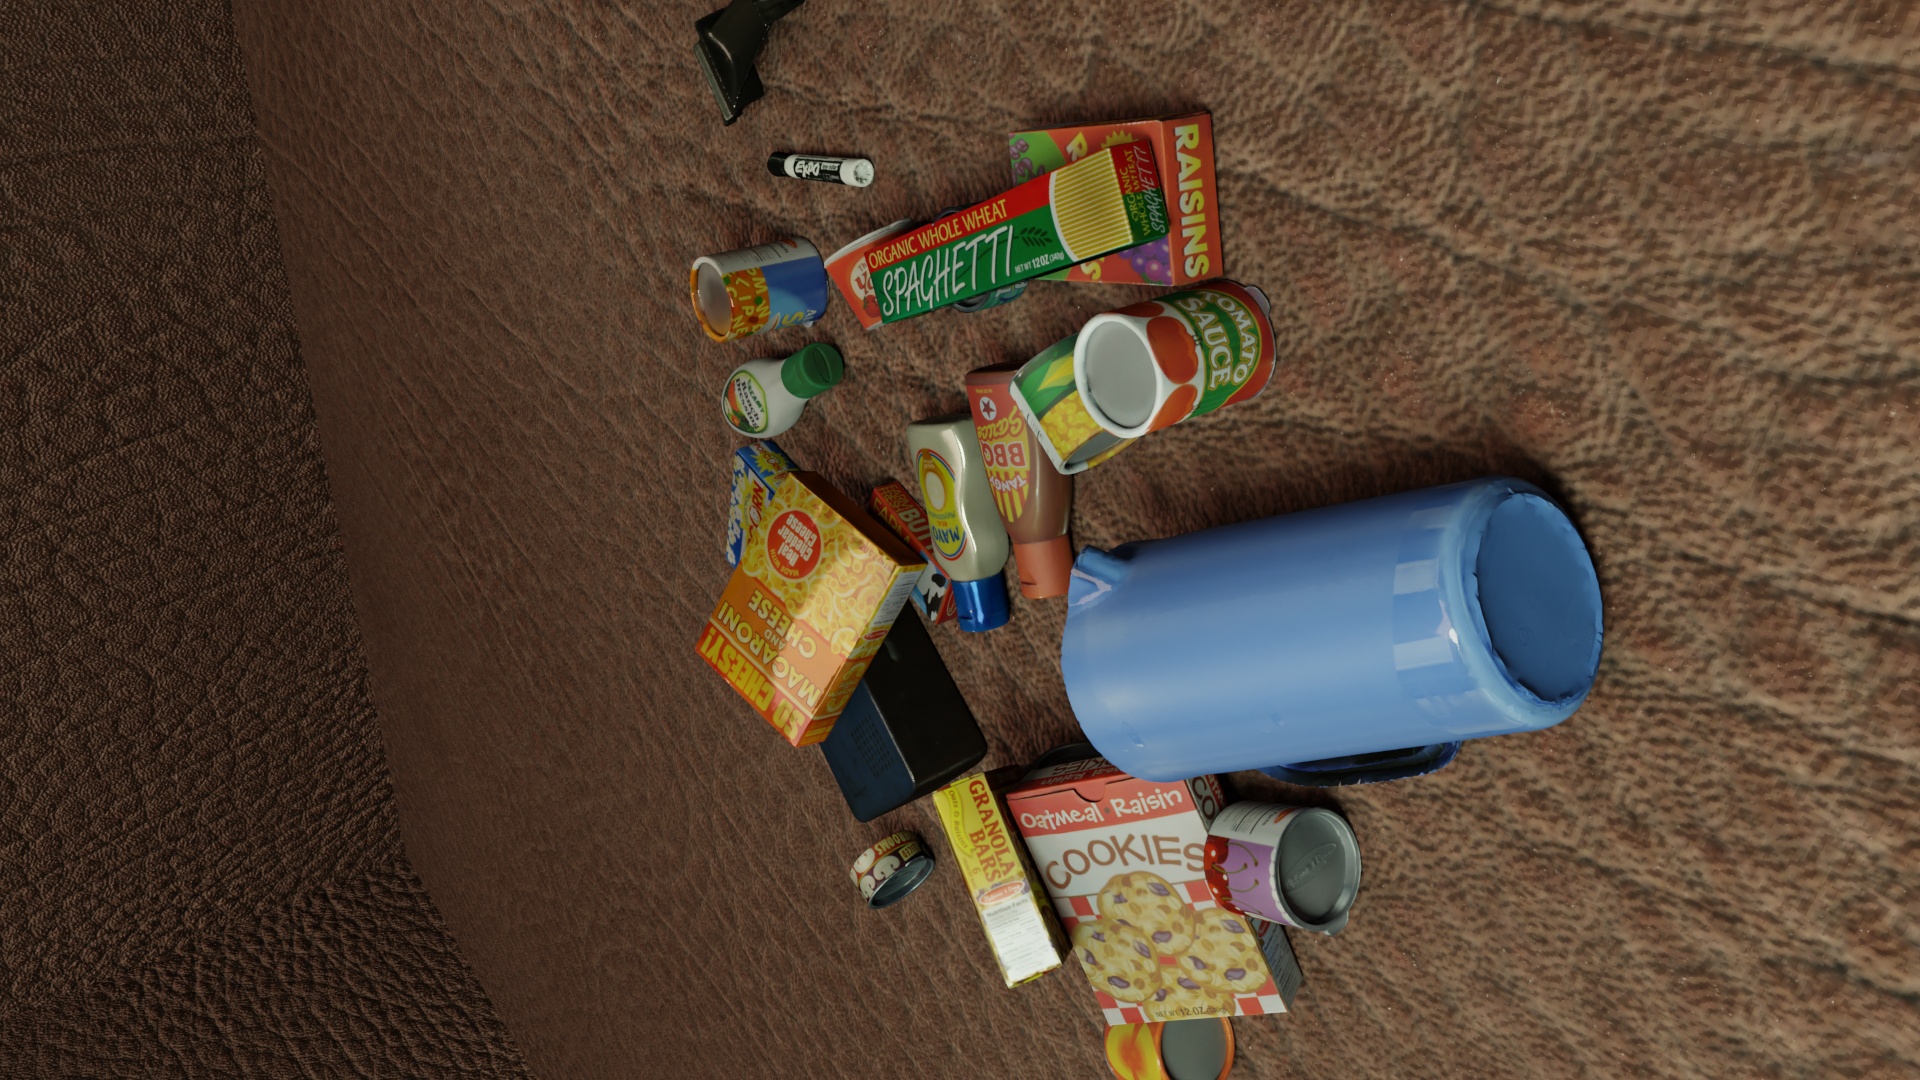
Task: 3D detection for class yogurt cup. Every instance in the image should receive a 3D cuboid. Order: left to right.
[{"bbox_3d":[-0.050,-0.176,0.928,0.072,0.073,0.054,-17,101,57],"label":"yogurt cup"}]

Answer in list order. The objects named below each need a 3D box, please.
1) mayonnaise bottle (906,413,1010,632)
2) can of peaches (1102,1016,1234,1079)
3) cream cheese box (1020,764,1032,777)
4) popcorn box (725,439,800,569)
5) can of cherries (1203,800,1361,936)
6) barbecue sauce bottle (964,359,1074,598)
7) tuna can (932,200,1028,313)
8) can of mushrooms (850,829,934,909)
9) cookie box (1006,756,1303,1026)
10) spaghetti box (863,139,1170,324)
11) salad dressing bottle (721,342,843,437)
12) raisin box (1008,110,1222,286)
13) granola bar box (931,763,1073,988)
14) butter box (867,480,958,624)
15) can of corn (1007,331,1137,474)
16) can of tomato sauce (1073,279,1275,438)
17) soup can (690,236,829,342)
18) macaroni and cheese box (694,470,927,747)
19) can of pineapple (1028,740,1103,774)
[{"bbox_3d":[0.003,-0.012,0.953,0.064,0.041,0.147,5,110,53],"label":"mayonnaise bottle"},{"bbox_3d":[0.138,0.332,0.914,0.058,0.071,0.071,-24,87,56],"label":"can of peaches"},{"bbox_3d":[0.054,0.220,1.017,0.104,0.024,0.053,63,147,12],"label":"cream cheese box"},{"bbox_3d":[-0.162,-0.012,1.198,0.085,0.038,0.126,44,139,32],"label":"popcorn box"},{"bbox_3d":[0.179,0.183,0.775,0.058,0.072,0.071,-9,99,57],"label":"can of cherries"},{"bbox_3d":[0.044,-0.038,0.879,0.065,0.044,0.148,6,112,53],"label":"barbecue sauce bottle"},{"bbox_3d":[0.013,-0.176,0.862,0.071,0.033,0.070,31,131,44],"label":"tuna can"},{"bbox_3d":[-0.056,0.275,1.168,0.033,0.071,0.070,51,142,28],"label":"can of mushrooms"},{"bbox_3d":[0.117,0.210,0.842,0.122,0.040,0.167,-18,101,33],"label":"cookie box"},{"bbox_3d":[0.021,-0.167,0.786,0.249,0.029,0.050,-4,103,57],"label":"spaghetti box"},{"bbox_3d":[-0.142,-0.122,1.105,0.147,0.044,0.064,-16,95,57],"label":"salad dressing bottle"},{"bbox_3d":[0.083,-0.184,0.752,0.123,0.040,0.085,17,119,53],"label":"raisin box"},{"bbox_3d":[0.034,0.212,0.908,0.165,0.039,0.124,38,-151,-78],"label":"granola bar box"},{"bbox_3d":[-0.034,0.008,1.033,0.104,0.024,0.052,50,142,29],"label":"butter box"},{"bbox_3d":[0.072,-0.081,0.799,0.058,0.071,0.070,60,146,14],"label":"can of corn"},{"bbox_3d":[0.111,-0.095,0.716,0.071,0.083,0.070,31,131,44],"label":"can of tomato sauce"},{"bbox_3d":[-0.152,-0.187,1.049,0.071,0.084,0.071,31,131,44],"label":"soup can"},{"bbox_3d":[-0.114,0.050,1.035,0.124,0.040,0.166,39,111,25],"label":"macaroni and cheese box"},{"bbox_3d":[0.081,0.172,0.911,0.071,0.071,0.057,16,120,51],"label":"can of pineapple"}]
